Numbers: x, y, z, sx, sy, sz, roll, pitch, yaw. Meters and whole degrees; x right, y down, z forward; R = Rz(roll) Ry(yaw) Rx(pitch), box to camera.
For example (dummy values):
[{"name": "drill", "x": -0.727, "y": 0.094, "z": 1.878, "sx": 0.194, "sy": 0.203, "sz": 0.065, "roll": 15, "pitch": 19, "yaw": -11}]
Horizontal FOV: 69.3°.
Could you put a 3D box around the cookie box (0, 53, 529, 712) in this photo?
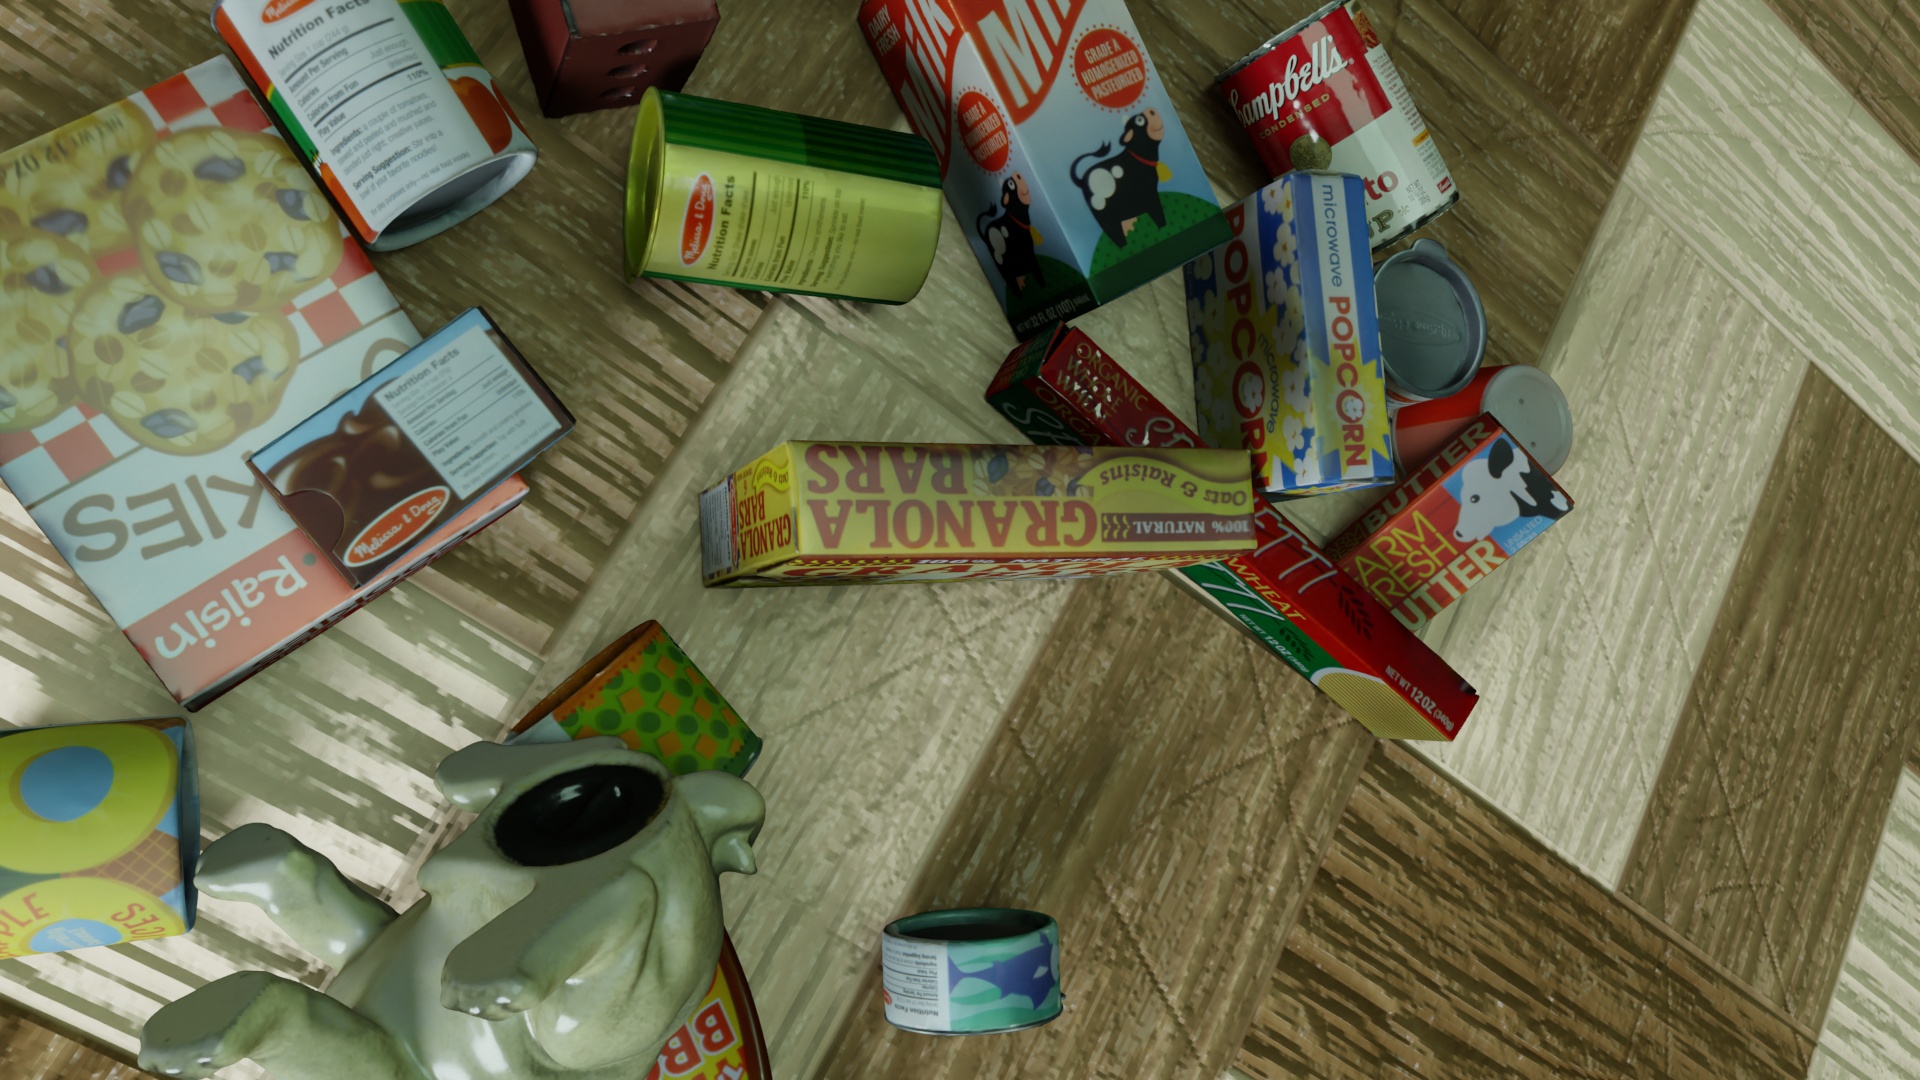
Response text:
[{"name": "cookie box", "x": -0.238, "y": -0.049, "z": 0.441, "sx": 0.123, "sy": 0.040, "sz": 0.167, "roll": -37, "pitch": 99, "yaw": -23}]

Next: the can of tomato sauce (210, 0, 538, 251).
[{"name": "can of tomato sauce", "x": -0.190, "y": -0.148, "z": 0.460, "sx": 0.071, "sy": 0.071, "sz": 0.083, "roll": -36, "pitch": 100, "yaw": -22}]

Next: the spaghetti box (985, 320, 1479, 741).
[{"name": "spaghetti box", "x": 0.116, "y": 0.003, "z": 0.586, "sx": 0.250, "sy": 0.050, "sz": 0.029, "roll": 39, "pitch": 70, "yaw": -15}]

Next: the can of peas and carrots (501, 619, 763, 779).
[{"name": "can of peas and carrots", "x": -0.110, "y": 0.067, "z": 0.472, "sx": 0.071, "sy": 0.071, "sz": 0.058, "roll": -43, "pitch": 102, "yaw": -21}]

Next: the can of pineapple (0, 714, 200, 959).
[{"name": "can of pineapple", "x": -0.256, "y": 0.087, "z": 0.403, "sx": 0.058, "sy": 0.071, "sz": 0.071, "roll": -2, "pitch": 86, "yaw": -24}]

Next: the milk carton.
[{"name": "milk carton", "x": 0.024, "y": -0.184, "z": 0.552, "sx": 0.074, "sy": 0.072, "sz": 0.190, "roll": -30, "pitch": 97, "yaw": -23}]

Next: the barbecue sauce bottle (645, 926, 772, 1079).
[{"name": "barbecue sauce bottle", "x": -0.093, "y": 0.190, "z": 0.478, "sx": 0.065, "sy": 0.043, "sz": 0.148, "roll": -23, "pitch": 95, "yaw": -18}]

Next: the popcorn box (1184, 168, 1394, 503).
[{"name": "popcorn box", "x": 0.135, "y": -0.081, "z": 0.584, "sx": 0.038, "sy": 0.085, "sz": 0.126, "roll": -3, "pitch": 87, "yaw": -23}]

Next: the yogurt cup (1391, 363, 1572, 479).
[{"name": "yogurt cup", "x": 0.244, "y": -0.050, "z": 0.646, "sx": 0.072, "sy": 0.054, "sz": 0.072, "roll": 2, "pitch": 84, "yaw": -23}]

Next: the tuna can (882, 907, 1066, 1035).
[{"name": "tuna can", "x": 0.006, "y": 0.158, "z": 0.513, "sx": 0.071, "sy": 0.071, "sz": 0.033, "roll": 0, "pitch": 85, "yaw": -24}]

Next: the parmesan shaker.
[{"name": "parmesan shaker", "x": -0.067, "y": -0.122, "z": 0.512, "sx": 0.103, "sy": 0.071, "sz": 0.071, "roll": 3, "pitch": 84, "yaw": -24}]

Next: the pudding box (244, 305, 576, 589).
[{"name": "pudding box", "x": -0.169, "y": -0.029, "z": 0.430, "sx": 0.084, "sy": 0.030, "sz": 0.049, "roll": -42, "pitch": 102, "yaw": -22}]

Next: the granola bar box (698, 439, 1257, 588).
[{"name": "granola bar box", "x": 0.002, "y": -0.006, "z": 0.496, "sx": 0.166, "sy": 0.124, "sz": 0.039, "roll": -1, "pitch": 84, "yaw": -24}]

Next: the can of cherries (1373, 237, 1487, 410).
[{"name": "can of cherries", "x": 0.191, "y": -0.094, "z": 0.625, "sx": 0.071, "sy": 0.058, "sz": 0.071, "roll": 2, "pitch": 84, "yaw": -23}]

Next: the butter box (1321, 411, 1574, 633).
[{"name": "butter box", "x": 0.210, "y": -0.003, "z": 0.612, "sx": 0.053, "sy": 0.024, "sz": 0.103, "roll": 42, "pitch": 108, "yaw": -16}]
